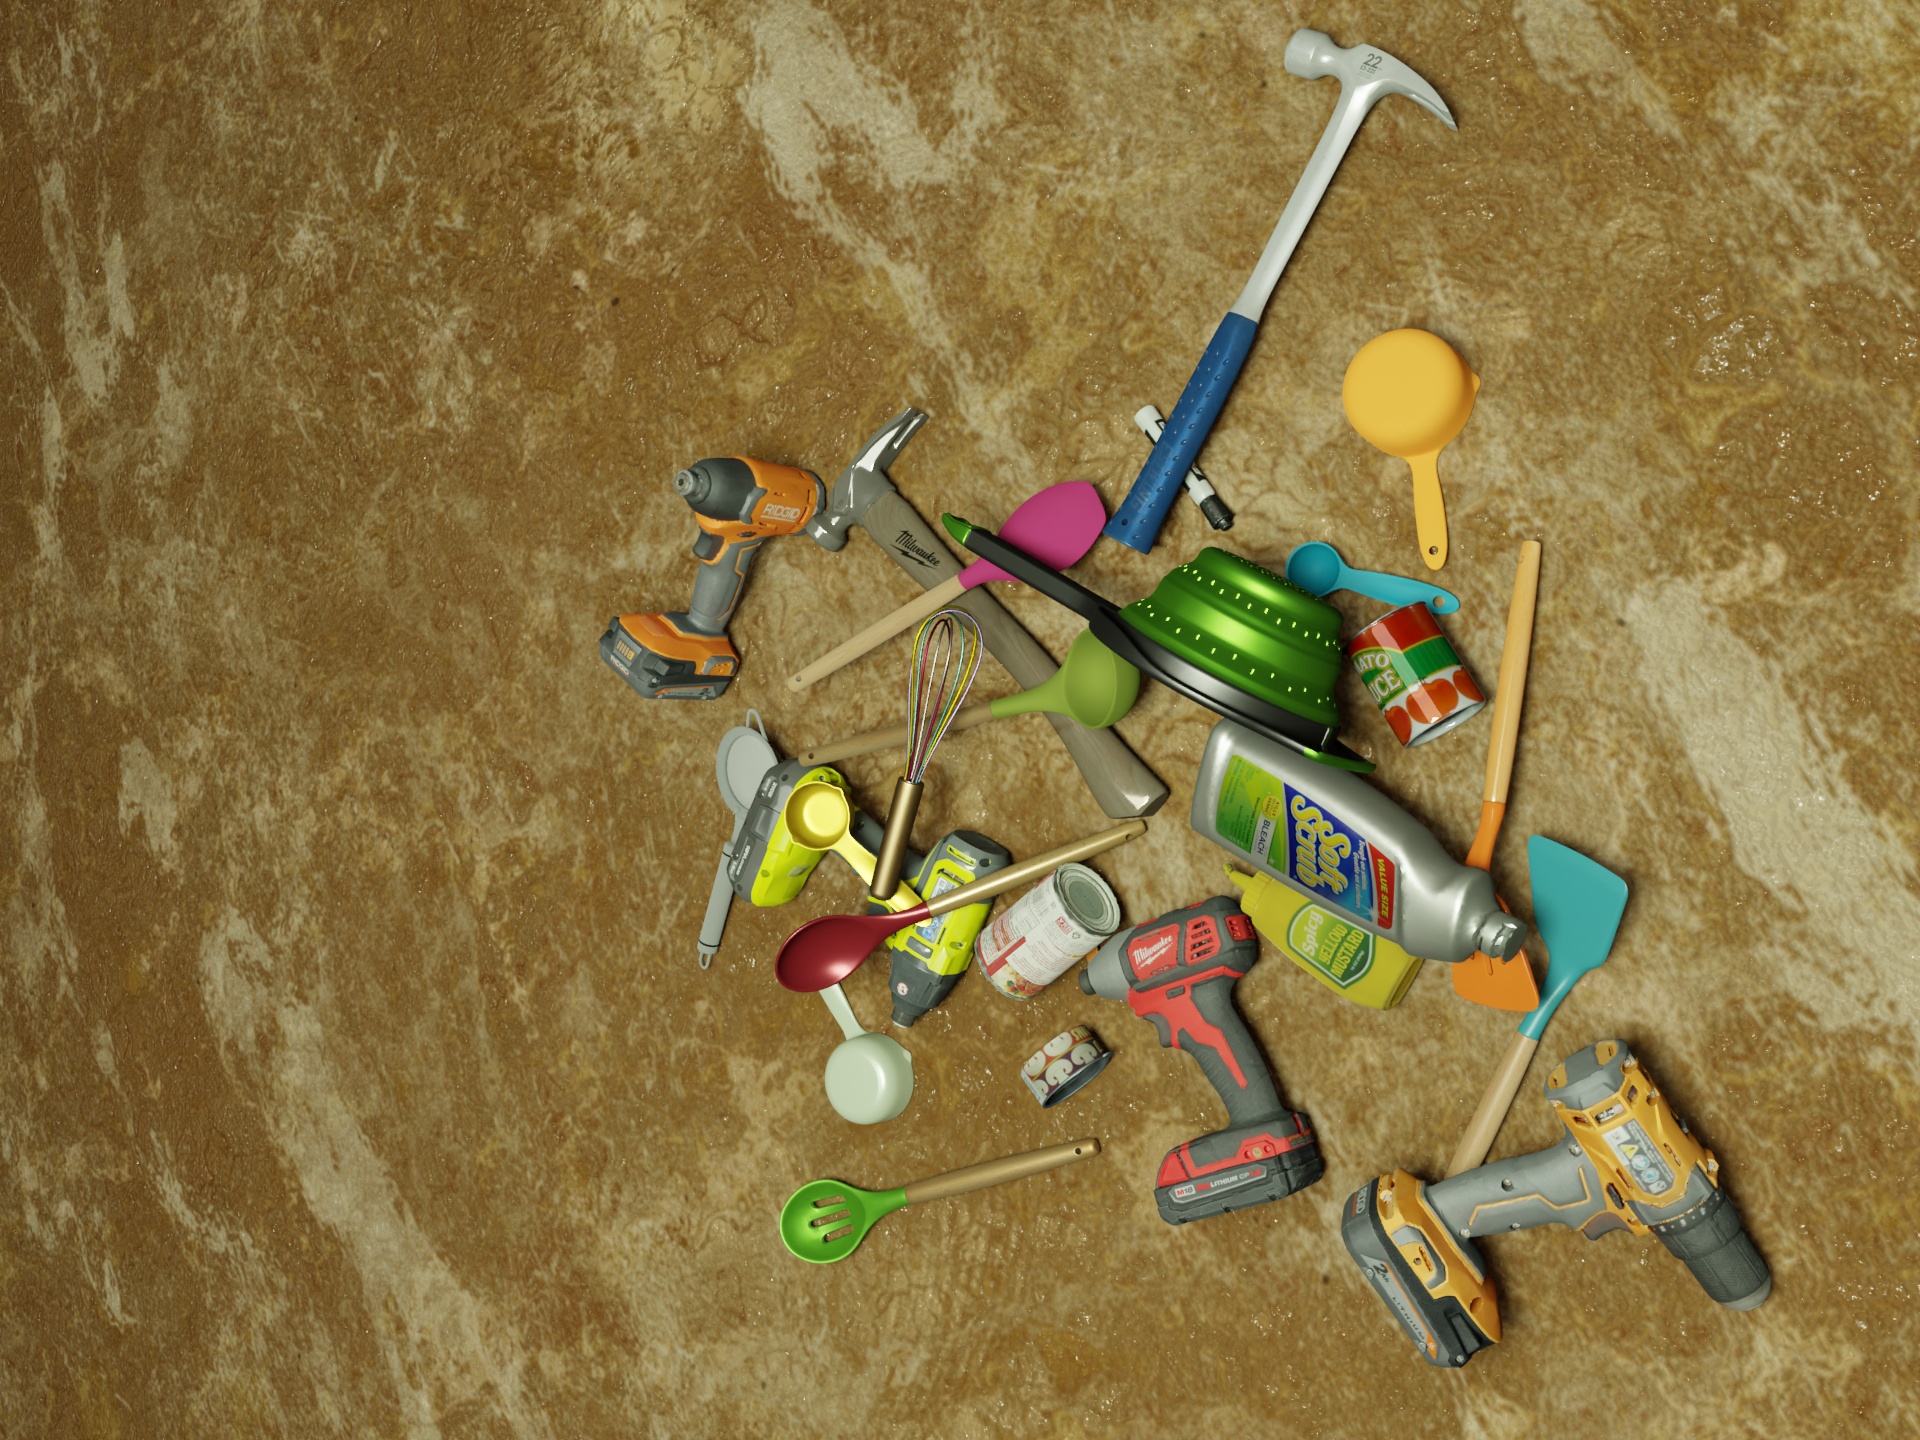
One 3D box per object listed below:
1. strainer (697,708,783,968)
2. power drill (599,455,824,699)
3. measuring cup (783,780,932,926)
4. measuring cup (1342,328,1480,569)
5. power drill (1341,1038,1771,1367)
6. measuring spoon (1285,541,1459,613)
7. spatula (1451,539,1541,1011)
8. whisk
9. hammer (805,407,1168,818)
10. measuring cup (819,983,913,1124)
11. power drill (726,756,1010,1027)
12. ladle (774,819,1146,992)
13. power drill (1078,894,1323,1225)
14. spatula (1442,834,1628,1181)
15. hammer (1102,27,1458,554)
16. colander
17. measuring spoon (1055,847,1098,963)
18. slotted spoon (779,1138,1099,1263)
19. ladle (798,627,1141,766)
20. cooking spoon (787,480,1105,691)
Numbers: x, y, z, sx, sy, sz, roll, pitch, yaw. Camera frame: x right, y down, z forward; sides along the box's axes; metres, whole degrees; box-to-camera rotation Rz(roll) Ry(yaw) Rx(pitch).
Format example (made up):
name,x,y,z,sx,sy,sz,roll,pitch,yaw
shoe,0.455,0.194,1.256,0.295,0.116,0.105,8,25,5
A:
name,x,y,z,sx,sy,sz,roll,pitch,yaw
strainer,-0.204,0.110,1.448,0.087,0.050,0.258,27,107,36
power drill,-0.228,-0.131,1.403,0.084,0.164,0.226,40,109,26
measuring cup,-0.079,0.111,1.305,0.156,0.029,0.062,43,101,6
measuring cup,0.323,-0.195,1.137,0.095,0.052,0.174,-10,80,30
power drill,0.391,0.339,1.045,0.226,0.084,0.185,-37,87,19
measuring spoon,0.303,-0.099,1.170,0.129,0.021,0.042,18,95,21
spatula,0.378,0.035,1.096,0.081,0.041,0.323,-5,73,66
whisk,-0.037,0.026,1.254,0.051,0.047,0.245,22,103,32
hammer,0.034,-0.083,1.317,0.146,0.038,0.411,-49,66,18
measuring cup,-0.103,0.271,1.378,0.083,0.038,0.168,-38,72,24
power drill,-0.083,0.141,1.354,0.223,0.080,0.171,28,101,26
ladle,-0.001,0.140,1.264,0.315,0.069,0.031,-22,36,3
power drill,0.175,0.254,1.194,0.143,0.078,0.220,-24,73,28
spatula,0.371,0.237,1.093,0.082,0.044,0.317,35,109,52
hammer,0.223,-0.312,1.199,0.144,0.035,0.405,32,100,28
colander,0.144,-0.098,1.161,0.397,0.204,0.094,34,104,33
measuring spoon,0.098,0.157,1.282,0.021,0.011,0.117,-32,68,37
slotted spoon,-0.021,0.394,1.331,0.314,0.031,0.070,-23,76,26
ladle,-0.002,-0.004,1.274,0.320,0.062,0.078,-15,76,26
cooking spoon,-0.019,-0.102,1.316,0.319,0.017,0.069,-30,73,23
